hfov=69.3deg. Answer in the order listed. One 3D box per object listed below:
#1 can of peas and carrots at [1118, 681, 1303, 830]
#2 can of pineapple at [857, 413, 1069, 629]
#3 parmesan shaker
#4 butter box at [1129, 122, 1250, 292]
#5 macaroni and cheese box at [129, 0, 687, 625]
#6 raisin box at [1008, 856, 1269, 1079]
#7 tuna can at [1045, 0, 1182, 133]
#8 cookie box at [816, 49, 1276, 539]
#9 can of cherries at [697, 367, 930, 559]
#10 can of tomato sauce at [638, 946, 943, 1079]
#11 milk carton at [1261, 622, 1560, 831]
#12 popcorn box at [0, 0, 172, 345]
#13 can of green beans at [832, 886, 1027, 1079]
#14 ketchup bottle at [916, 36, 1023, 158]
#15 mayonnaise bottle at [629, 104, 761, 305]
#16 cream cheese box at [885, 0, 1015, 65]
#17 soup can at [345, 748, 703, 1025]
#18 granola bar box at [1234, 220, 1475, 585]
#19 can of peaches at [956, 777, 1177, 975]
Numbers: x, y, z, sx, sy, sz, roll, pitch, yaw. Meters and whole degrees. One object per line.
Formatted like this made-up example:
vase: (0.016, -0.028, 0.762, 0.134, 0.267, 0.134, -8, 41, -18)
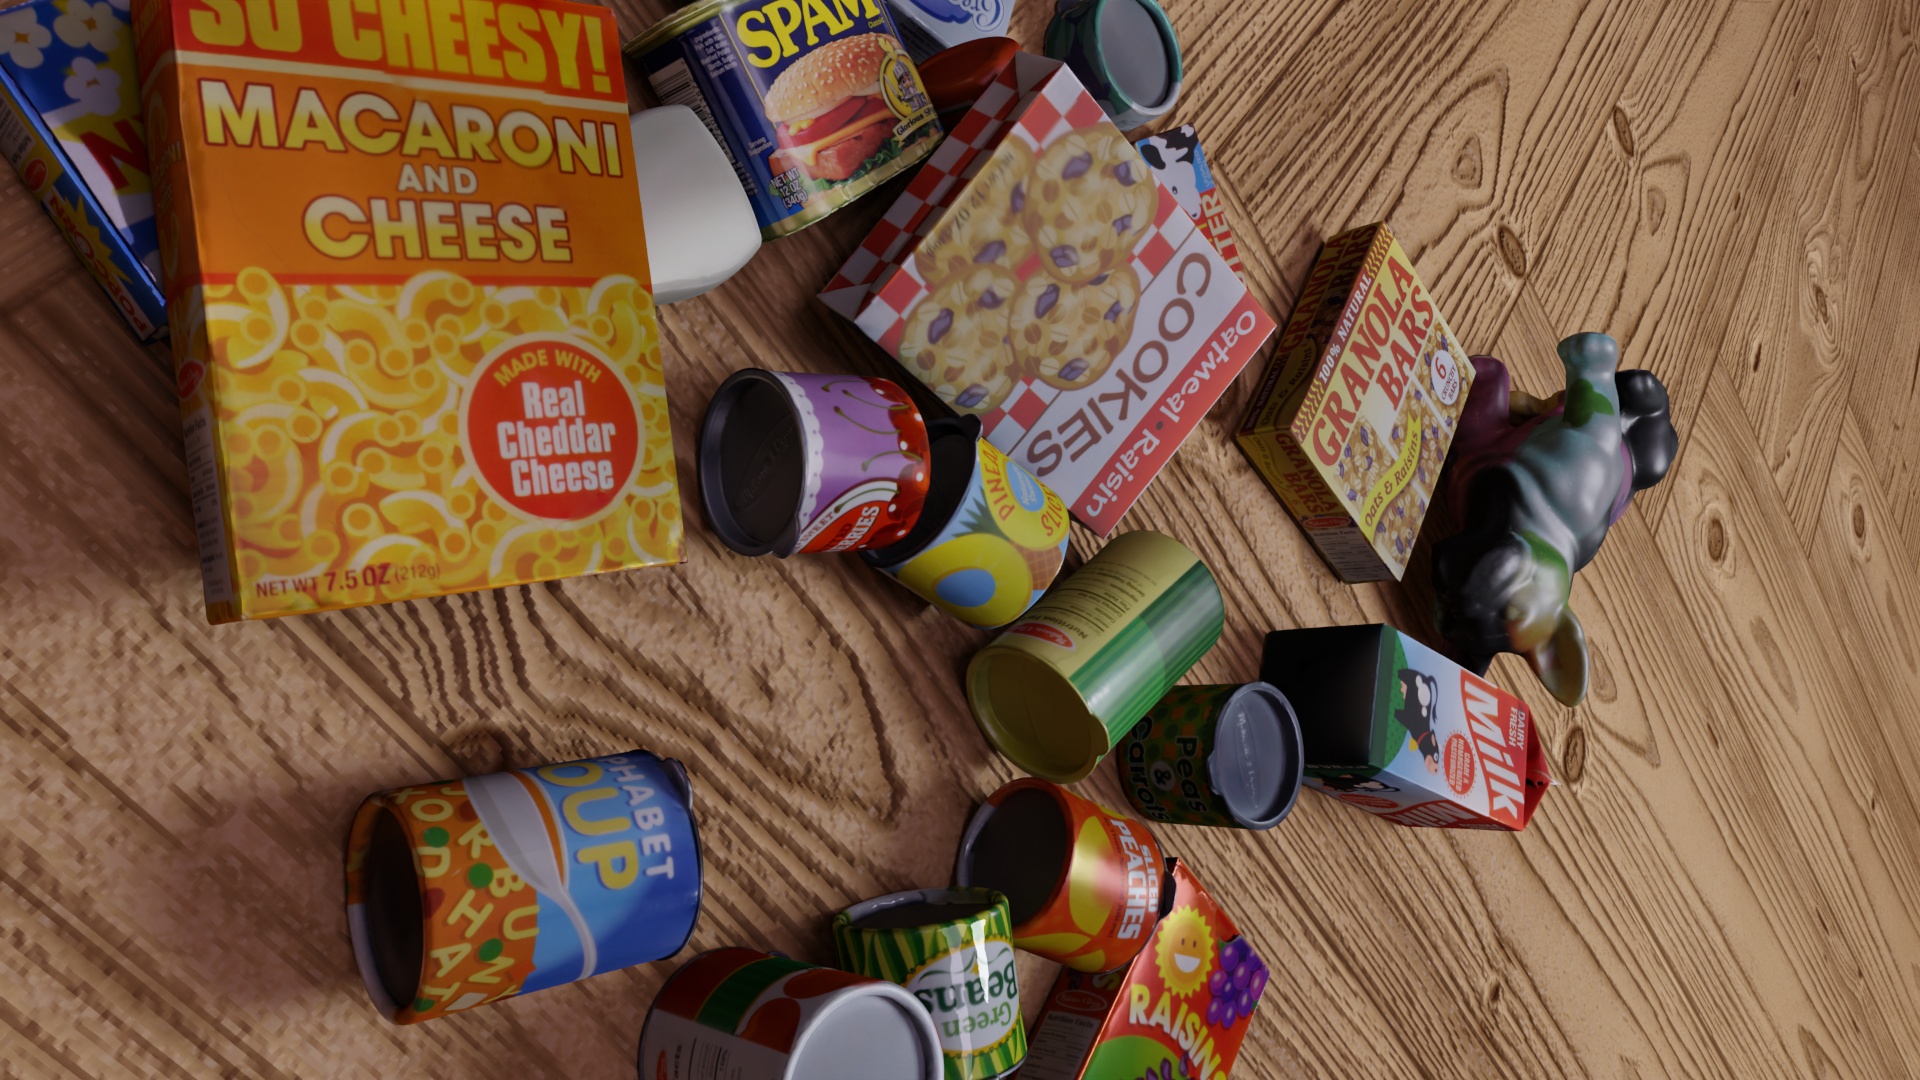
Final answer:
can of peas and carrots: (0.113, 0.099, 0.638, 0.071, 0.058, 0.071, 7, 79, -41)
can of pineapple: (0.002, -0.007, 0.546, 0.058, 0.071, 0.071, 35, 62, -35)
parmesan shaker: (0.062, 0.048, 0.591, 0.103, 0.071, 0.071, -36, 108, -40)
butter box: (0.111, -0.153, 0.697, 0.053, 0.024, 0.103, -30, 104, -40)
macaroni and cheese box: (-0.149, -0.068, 0.385, 0.124, 0.040, 0.166, -7, 90, -41)
raisin box: (0.080, 0.213, 0.604, 0.086, 0.040, 0.124, 50, 54, -24)
tuna can: (0.074, -0.234, 0.670, 0.071, 0.033, 0.071, 7, 80, -42)
cookie box: (0.041, -0.093, 0.569, 0.123, 0.040, 0.167, -51, 129, 1)
can of cherries: (-0.052, -0.025, 0.501, 0.058, 0.071, 0.071, -1, 85, -43)
can of tomato sauce: (-0.055, 0.172, 0.459, 0.071, 0.083, 0.071, 7, 80, -41)
milk carton: (0.245, 0.109, 0.747, 0.190, 0.072, 0.073, 26, 67, -37)
popcorn box: (-0.200, -0.123, 0.402, 0.127, 0.038, 0.085, -42, 110, -37)
can of green beans: (-0.011, 0.163, 0.511, 0.071, 0.071, 0.058, -5, 87, -42)
ketchup bottle: (0.032, -0.142, 0.601, 0.044, 0.065, 0.148, -49, 125, -21)
mayonnaise bottle: (-0.135, -0.089, 0.455, 0.149, 0.041, 0.064, -41, 111, -36)
cream cheese box: (-0.023, -0.239, 0.589, 0.104, 0.024, 0.053, 26, 68, -37)
soup can: (-0.129, 0.098, 0.412, 0.084, 0.071, 0.071, -2, 85, -42)
granola bar box: (0.225, -0.077, 0.779, 0.124, 0.039, 0.166, 48, 56, -27)
can of peaches: (0.042, 0.135, 0.560, 0.058, 0.071, 0.071, 31, 64, -34)
